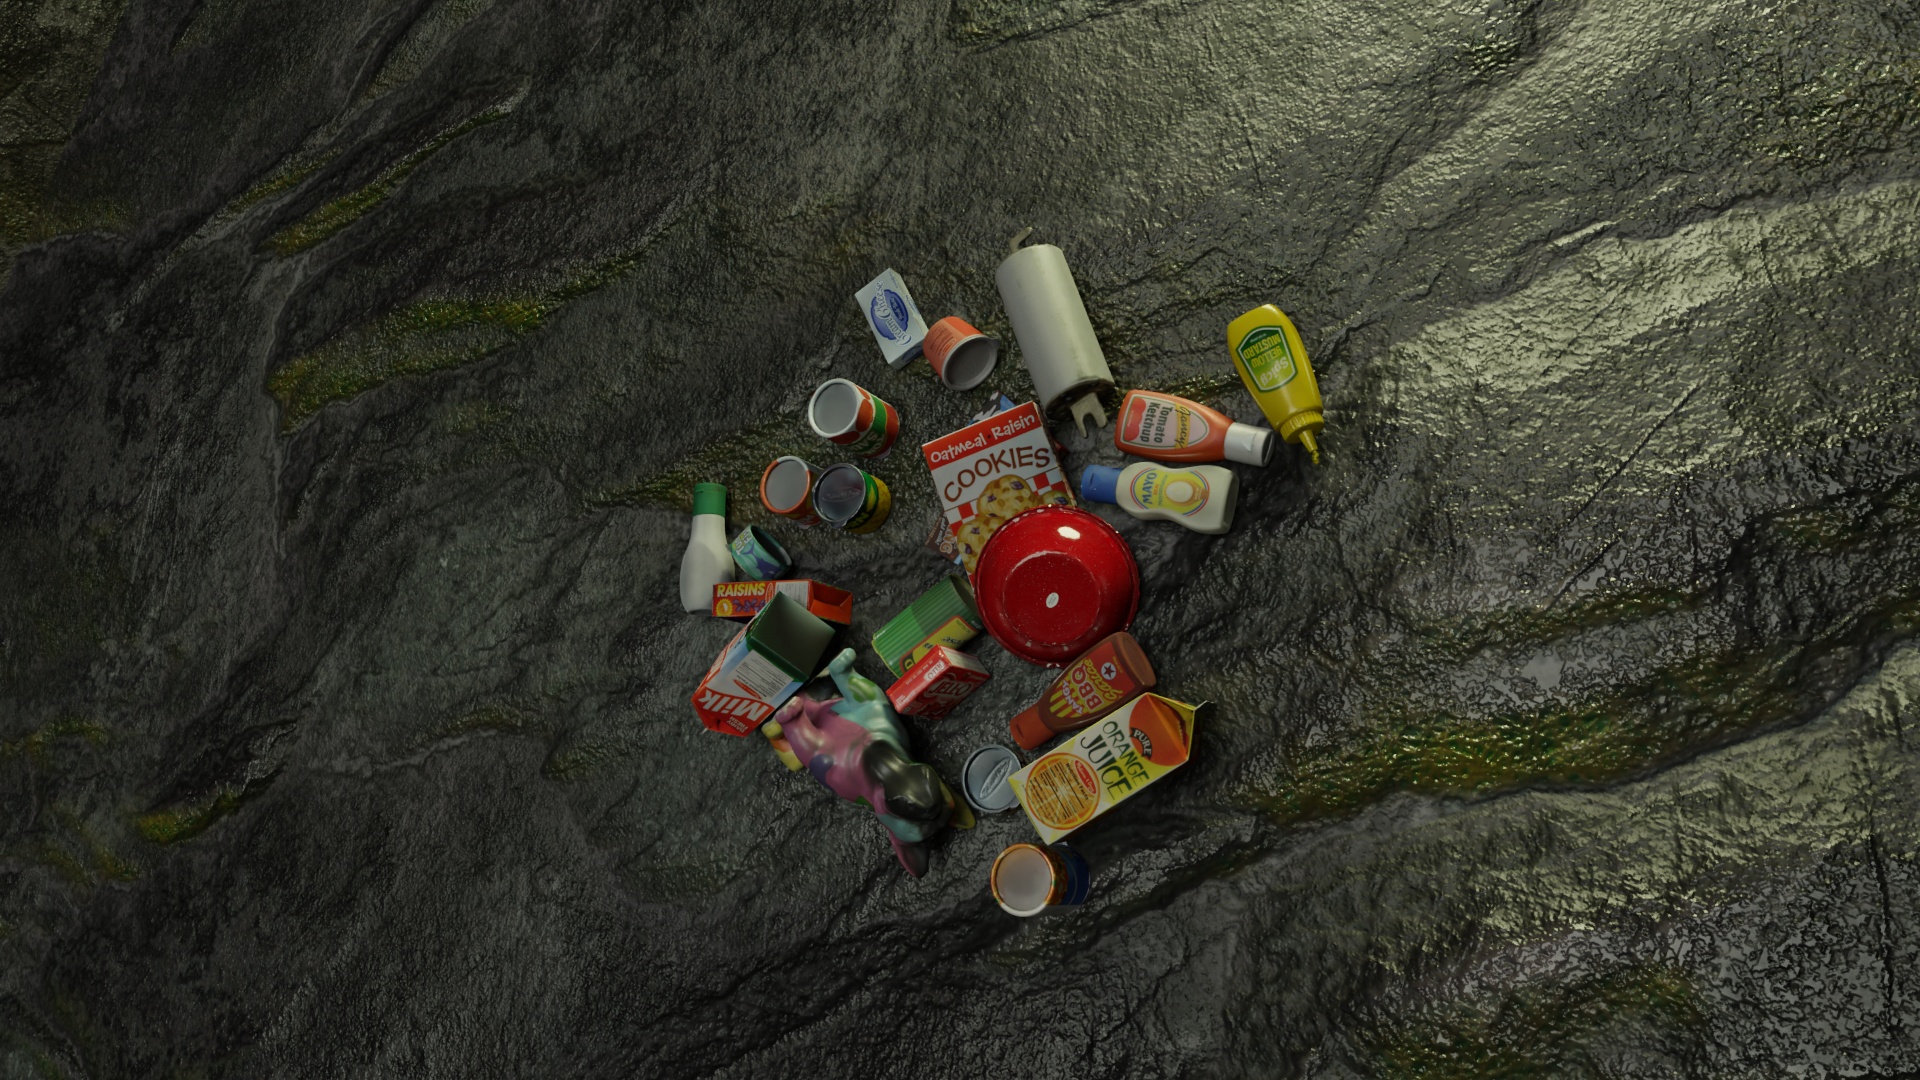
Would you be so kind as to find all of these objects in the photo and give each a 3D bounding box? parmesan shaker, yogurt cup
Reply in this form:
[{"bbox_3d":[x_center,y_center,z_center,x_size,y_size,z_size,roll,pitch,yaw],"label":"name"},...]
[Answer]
[{"bbox_3d":[-0.030,0.088,1.398,0.103,0.071,0.071,-39,63,14],"label":"parmesan shaker"},{"bbox_3d":[-0.003,-0.199,1.463,0.072,0.072,0.054,-49,53,9],"label":"yogurt cup"}]

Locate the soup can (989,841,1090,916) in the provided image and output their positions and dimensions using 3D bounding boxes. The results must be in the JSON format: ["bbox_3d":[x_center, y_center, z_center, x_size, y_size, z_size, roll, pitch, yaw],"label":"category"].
[{"bbox_3d":[0.074,0.310,1.283,0.071,0.083,0.071,-7,74,26],"label":"soup can"}]

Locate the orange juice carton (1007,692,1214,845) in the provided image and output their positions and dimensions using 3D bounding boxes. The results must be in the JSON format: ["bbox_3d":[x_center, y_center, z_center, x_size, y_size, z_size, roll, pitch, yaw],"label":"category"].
[{"bbox_3d":[0.147,0.198,1.267,0.192,0.072,0.073,-33,73,8],"label":"orange juice carton"}]

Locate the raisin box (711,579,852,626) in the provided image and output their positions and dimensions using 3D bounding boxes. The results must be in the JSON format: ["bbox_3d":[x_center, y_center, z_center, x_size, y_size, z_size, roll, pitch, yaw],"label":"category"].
[{"bbox_3d":[-0.190,0.067,1.478,0.123,0.086,0.040,-3,78,27],"label":"raisin box"}]

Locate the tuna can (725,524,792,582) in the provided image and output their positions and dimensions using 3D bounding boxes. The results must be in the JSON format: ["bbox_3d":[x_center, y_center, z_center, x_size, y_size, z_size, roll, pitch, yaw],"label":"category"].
[{"bbox_3d":[-0.220,0.015,1.516,0.033,0.071,0.071,-45,62,10],"label":"tuna can"}]

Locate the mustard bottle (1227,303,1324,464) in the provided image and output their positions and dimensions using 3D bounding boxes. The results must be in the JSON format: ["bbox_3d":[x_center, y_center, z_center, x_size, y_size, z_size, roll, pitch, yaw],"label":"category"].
[{"bbox_3d":[0.303,-0.143,1.298,0.065,0.049,0.161,-29,66,20],"label":"mustard bottle"}]

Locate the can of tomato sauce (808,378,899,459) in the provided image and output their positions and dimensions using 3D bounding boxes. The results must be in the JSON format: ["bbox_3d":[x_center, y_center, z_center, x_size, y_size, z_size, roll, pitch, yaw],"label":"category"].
[{"bbox_3d":[-0.114,-0.129,1.490,0.071,0.083,0.071,-7,74,26],"label":"can of tomato sauce"}]

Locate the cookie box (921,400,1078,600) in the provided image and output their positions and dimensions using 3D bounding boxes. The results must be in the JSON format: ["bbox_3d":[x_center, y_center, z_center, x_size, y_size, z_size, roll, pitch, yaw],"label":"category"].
[{"bbox_3d":[0.048,-0.039,1.380,0.123,0.040,0.167,-21,81,12],"label":"cookie box"}]

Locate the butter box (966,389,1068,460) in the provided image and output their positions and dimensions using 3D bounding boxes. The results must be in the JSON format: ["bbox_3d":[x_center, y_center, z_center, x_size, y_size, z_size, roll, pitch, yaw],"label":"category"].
[{"bbox_3d":[0.059,-0.104,1.429,0.053,0.024,0.104,-51,61,8],"label":"butter box"}]

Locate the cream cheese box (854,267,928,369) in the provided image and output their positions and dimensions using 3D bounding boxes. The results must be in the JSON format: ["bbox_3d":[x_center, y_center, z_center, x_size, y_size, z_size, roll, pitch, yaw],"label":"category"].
[{"bbox_3d":[-0.073,-0.244,1.532,0.053,0.024,0.104,-34,64,17],"label":"cream cheese box"}]

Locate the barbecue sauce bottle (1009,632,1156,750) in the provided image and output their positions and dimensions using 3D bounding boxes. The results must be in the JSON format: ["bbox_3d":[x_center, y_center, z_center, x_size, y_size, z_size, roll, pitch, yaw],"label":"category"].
[{"bbox_3d":[0.112,0.149,1.316,0.148,0.044,0.065,-38,68,27],"label":"barbecue sauce bottle"}]

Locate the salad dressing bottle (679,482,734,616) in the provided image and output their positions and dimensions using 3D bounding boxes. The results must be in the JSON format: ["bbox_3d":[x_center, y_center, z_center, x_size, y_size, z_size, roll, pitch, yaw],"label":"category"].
[{"bbox_3d":[-0.285,0.010,1.567,0.064,0.044,0.148,-9,72,27],"label":"salad dressing bottle"}]

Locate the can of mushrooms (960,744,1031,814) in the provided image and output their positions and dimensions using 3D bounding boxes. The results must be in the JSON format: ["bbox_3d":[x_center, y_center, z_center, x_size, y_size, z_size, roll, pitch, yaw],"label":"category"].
[{"bbox_3d":[0.038,0.234,1.349,0.071,0.033,0.071,-7,74,25],"label":"can of mushrooms"}]

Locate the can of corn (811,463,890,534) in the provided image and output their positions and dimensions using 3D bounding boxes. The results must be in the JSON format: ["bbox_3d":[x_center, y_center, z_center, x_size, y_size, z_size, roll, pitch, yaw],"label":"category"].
[{"bbox_3d":[-0.116,-0.041,1.483,0.071,0.058,0.071,-7,75,26],"label":"can of corn"}]

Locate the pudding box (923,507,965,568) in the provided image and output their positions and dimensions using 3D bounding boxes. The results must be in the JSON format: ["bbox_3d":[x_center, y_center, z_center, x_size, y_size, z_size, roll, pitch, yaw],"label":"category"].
[{"bbox_3d":[0.005,-0.018,1.431,0.050,0.030,0.083,30,92,29],"label":"pudding box"}]

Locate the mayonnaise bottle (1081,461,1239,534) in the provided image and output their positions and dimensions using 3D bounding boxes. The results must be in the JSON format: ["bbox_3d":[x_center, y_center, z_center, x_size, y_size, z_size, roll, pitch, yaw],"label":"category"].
[{"bbox_3d":[0.190,-0.046,1.336,0.148,0.041,0.065,10,84,28],"label":"mayonnaise bottle"}]

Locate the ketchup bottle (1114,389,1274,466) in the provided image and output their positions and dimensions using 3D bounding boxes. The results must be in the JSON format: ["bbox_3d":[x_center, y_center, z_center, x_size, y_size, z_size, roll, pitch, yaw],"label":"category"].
[{"bbox_3d":[0.225,-0.102,1.332,0.149,0.043,0.064,14,87,29],"label":"ketchup bottle"}]

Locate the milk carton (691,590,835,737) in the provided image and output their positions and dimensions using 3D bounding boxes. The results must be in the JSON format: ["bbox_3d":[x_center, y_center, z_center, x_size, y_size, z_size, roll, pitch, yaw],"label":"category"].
[{"bbox_3d":[-0.215,0.139,1.445,0.189,0.073,0.073,-43,14,43],"label":"milk carton"}]

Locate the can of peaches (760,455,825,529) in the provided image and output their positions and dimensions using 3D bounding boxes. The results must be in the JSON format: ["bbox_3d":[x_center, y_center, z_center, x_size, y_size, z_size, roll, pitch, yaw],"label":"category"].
[{"bbox_3d":[-0.177,-0.052,1.518,0.071,0.058,0.071,-7,74,25],"label":"can of peaches"}]
